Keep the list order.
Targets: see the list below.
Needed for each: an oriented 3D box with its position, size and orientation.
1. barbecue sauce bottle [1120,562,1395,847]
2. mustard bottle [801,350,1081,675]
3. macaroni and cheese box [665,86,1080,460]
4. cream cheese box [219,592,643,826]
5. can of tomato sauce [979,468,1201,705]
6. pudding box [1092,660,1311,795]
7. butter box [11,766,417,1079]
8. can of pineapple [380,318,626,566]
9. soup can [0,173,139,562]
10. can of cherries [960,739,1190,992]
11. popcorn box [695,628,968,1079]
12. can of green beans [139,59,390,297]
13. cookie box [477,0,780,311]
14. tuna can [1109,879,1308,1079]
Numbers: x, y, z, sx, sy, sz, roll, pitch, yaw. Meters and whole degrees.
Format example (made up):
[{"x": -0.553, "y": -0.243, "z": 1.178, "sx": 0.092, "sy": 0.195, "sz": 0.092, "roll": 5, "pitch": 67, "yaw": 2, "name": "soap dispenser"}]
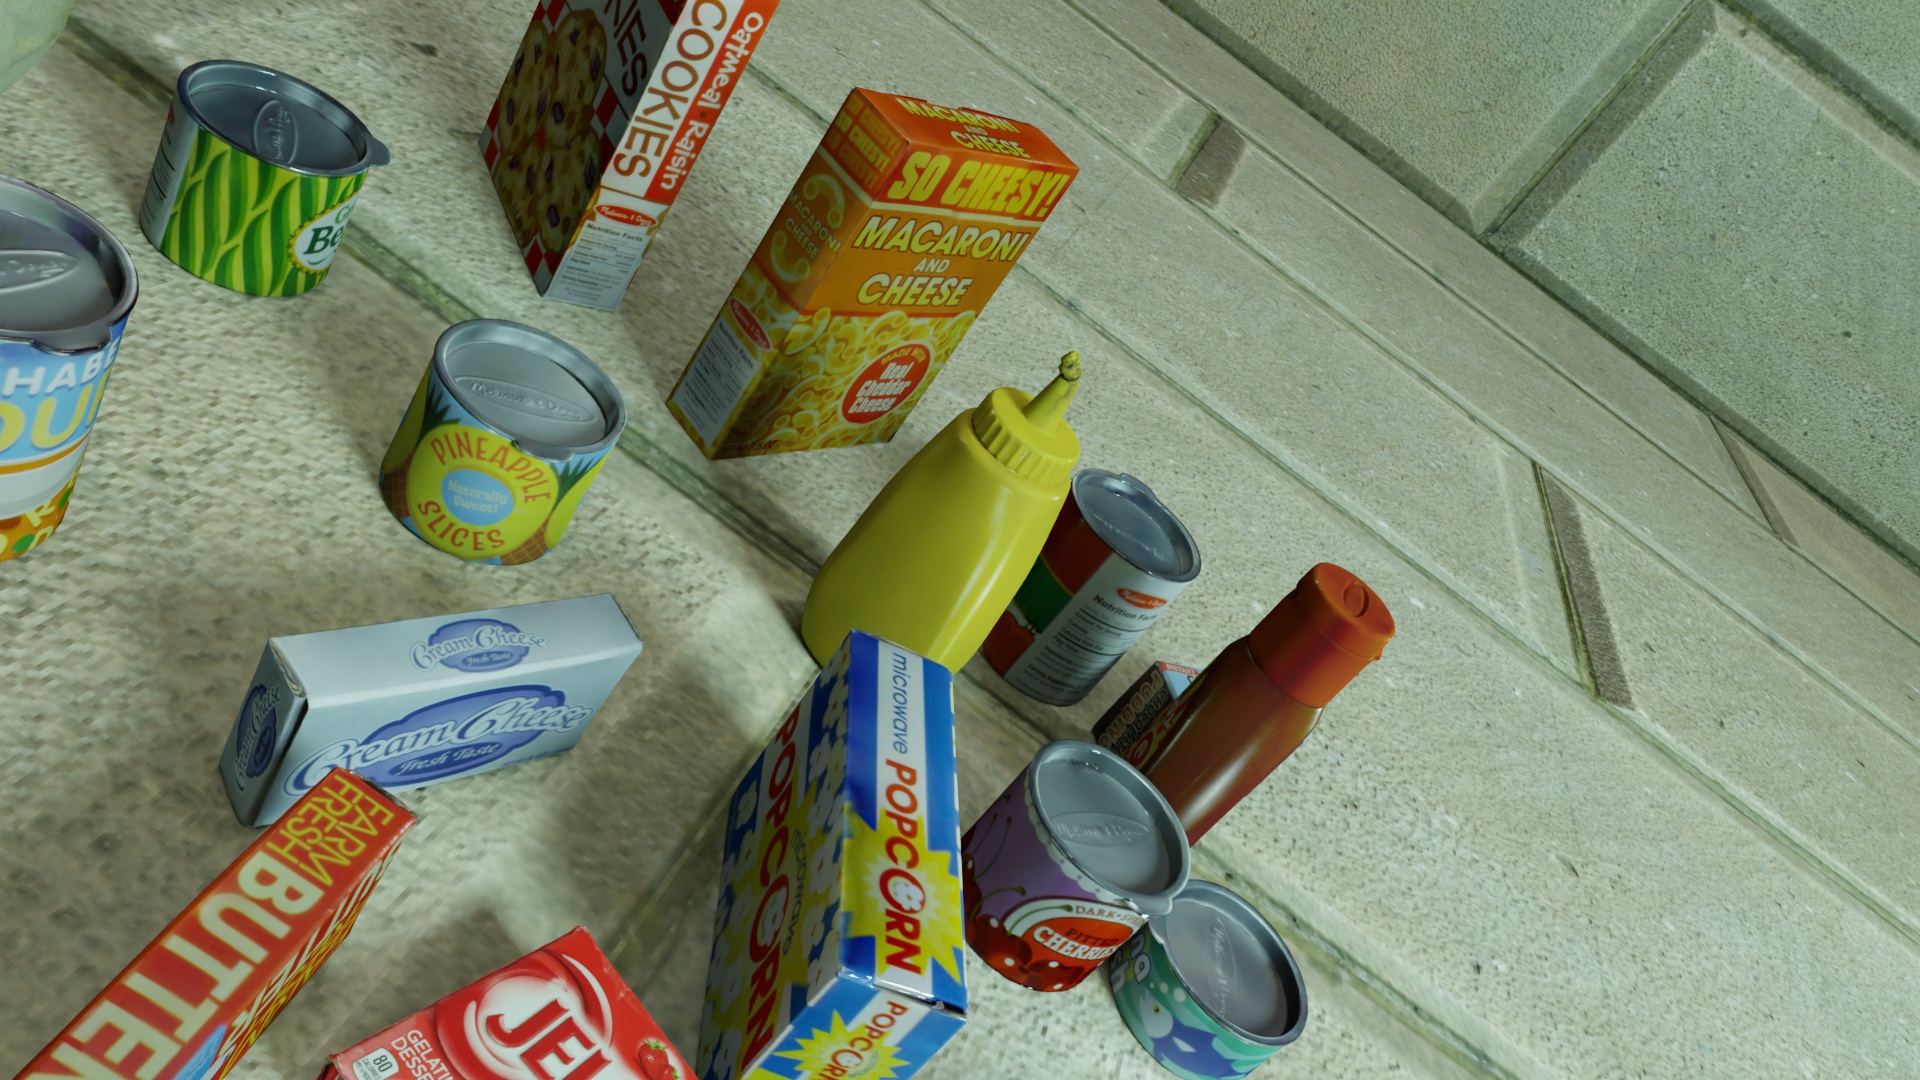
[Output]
[{"x": 0.098, "y": 0.071, "z": 0.514, "sx": 0.044, "sy": 0.148, "sz": 0.065, "roll": 41, "pitch": 30, "yaw": 5, "name": "barbecue sauce bottle"}, {"x": 0.002, "y": -0.006, "z": 0.508, "sx": 0.065, "sy": 0.159, "sz": 0.049, "roll": 45, "pitch": 30, "yaw": 13, "name": "mustard bottle"}, {"x": -0.038, "y": -0.111, "z": 0.603, "sx": 0.040, "sy": 0.165, "sz": 0.124, "roll": 50, "pitch": 32, "yaw": 20, "name": "macaroni and cheese box"}, {"x": -0.145, "y": 0.045, "z": 0.388, "sx": 0.104, "sy": 0.053, "sz": 0.024, "roll": -7, "pitch": 52, "yaw": -51, "name": "cream cheese box"}, {"x": 0.052, "y": 0.019, "z": 0.603, "sx": 0.071, "sy": 0.082, "sz": 0.071, "roll": 27, "pitch": 31, "yaw": -18, "name": "can of tomato sauce"}, {"x": 0.106, "y": 0.083, "z": 0.606, "sx": 0.084, "sy": 0.049, "sz": 0.030, "roll": 14, "pitch": 37, "yaw": -35, "name": "pudding box"}, {"x": -0.162, "y": 0.099, "z": 0.296, "sx": 0.024, "sy": 0.053, "sz": 0.104, "roll": 35, "pitch": 30, "yaw": -5, "name": "butter box"}, {"x": -0.158, "y": -0.032, "z": 0.477, "sx": 0.071, "sy": 0.057, "sz": 0.071, "roll": 27, "pitch": 31, "yaw": -18, "name": "can of pineapple"}, {"x": -0.257, "y": -0.041, "z": 0.358, "sx": 0.071, "sy": 0.083, "sz": 0.072, "roll": 27, "pitch": 31, "yaw": -18, "name": "soup can"}, {"x": 0.036, "y": 0.114, "z": 0.480, "sx": 0.071, "sy": 0.058, "sz": 0.072, "roll": 27, "pitch": 31, "yaw": -18, "name": "can of cherries"}, {"x": -0.037, "y": 0.098, "z": 0.397, "sx": 0.038, "sy": 0.085, "sz": 0.127, "roll": 26, "pitch": 32, "yaw": -20, "name": "popcorn box"}, {"x": -0.257, "y": -0.132, "z": 0.509, "sx": 0.071, "sy": 0.057, "sz": 0.071, "roll": 27, "pitch": 31, "yaw": -18, "name": "can of green beans"}, {"x": -0.151, "y": -0.206, "z": 0.614, "sx": 0.040, "sy": 0.166, "sz": 0.123, "roll": 7, "pitch": 42, "yaw": -42, "name": "cookie box"}, {"x": 0.087, "y": 0.157, "z": 0.498, "sx": 0.071, "sy": 0.032, "sz": 0.071, "roll": 27, "pitch": 31, "yaw": -18, "name": "tuna can"}]
